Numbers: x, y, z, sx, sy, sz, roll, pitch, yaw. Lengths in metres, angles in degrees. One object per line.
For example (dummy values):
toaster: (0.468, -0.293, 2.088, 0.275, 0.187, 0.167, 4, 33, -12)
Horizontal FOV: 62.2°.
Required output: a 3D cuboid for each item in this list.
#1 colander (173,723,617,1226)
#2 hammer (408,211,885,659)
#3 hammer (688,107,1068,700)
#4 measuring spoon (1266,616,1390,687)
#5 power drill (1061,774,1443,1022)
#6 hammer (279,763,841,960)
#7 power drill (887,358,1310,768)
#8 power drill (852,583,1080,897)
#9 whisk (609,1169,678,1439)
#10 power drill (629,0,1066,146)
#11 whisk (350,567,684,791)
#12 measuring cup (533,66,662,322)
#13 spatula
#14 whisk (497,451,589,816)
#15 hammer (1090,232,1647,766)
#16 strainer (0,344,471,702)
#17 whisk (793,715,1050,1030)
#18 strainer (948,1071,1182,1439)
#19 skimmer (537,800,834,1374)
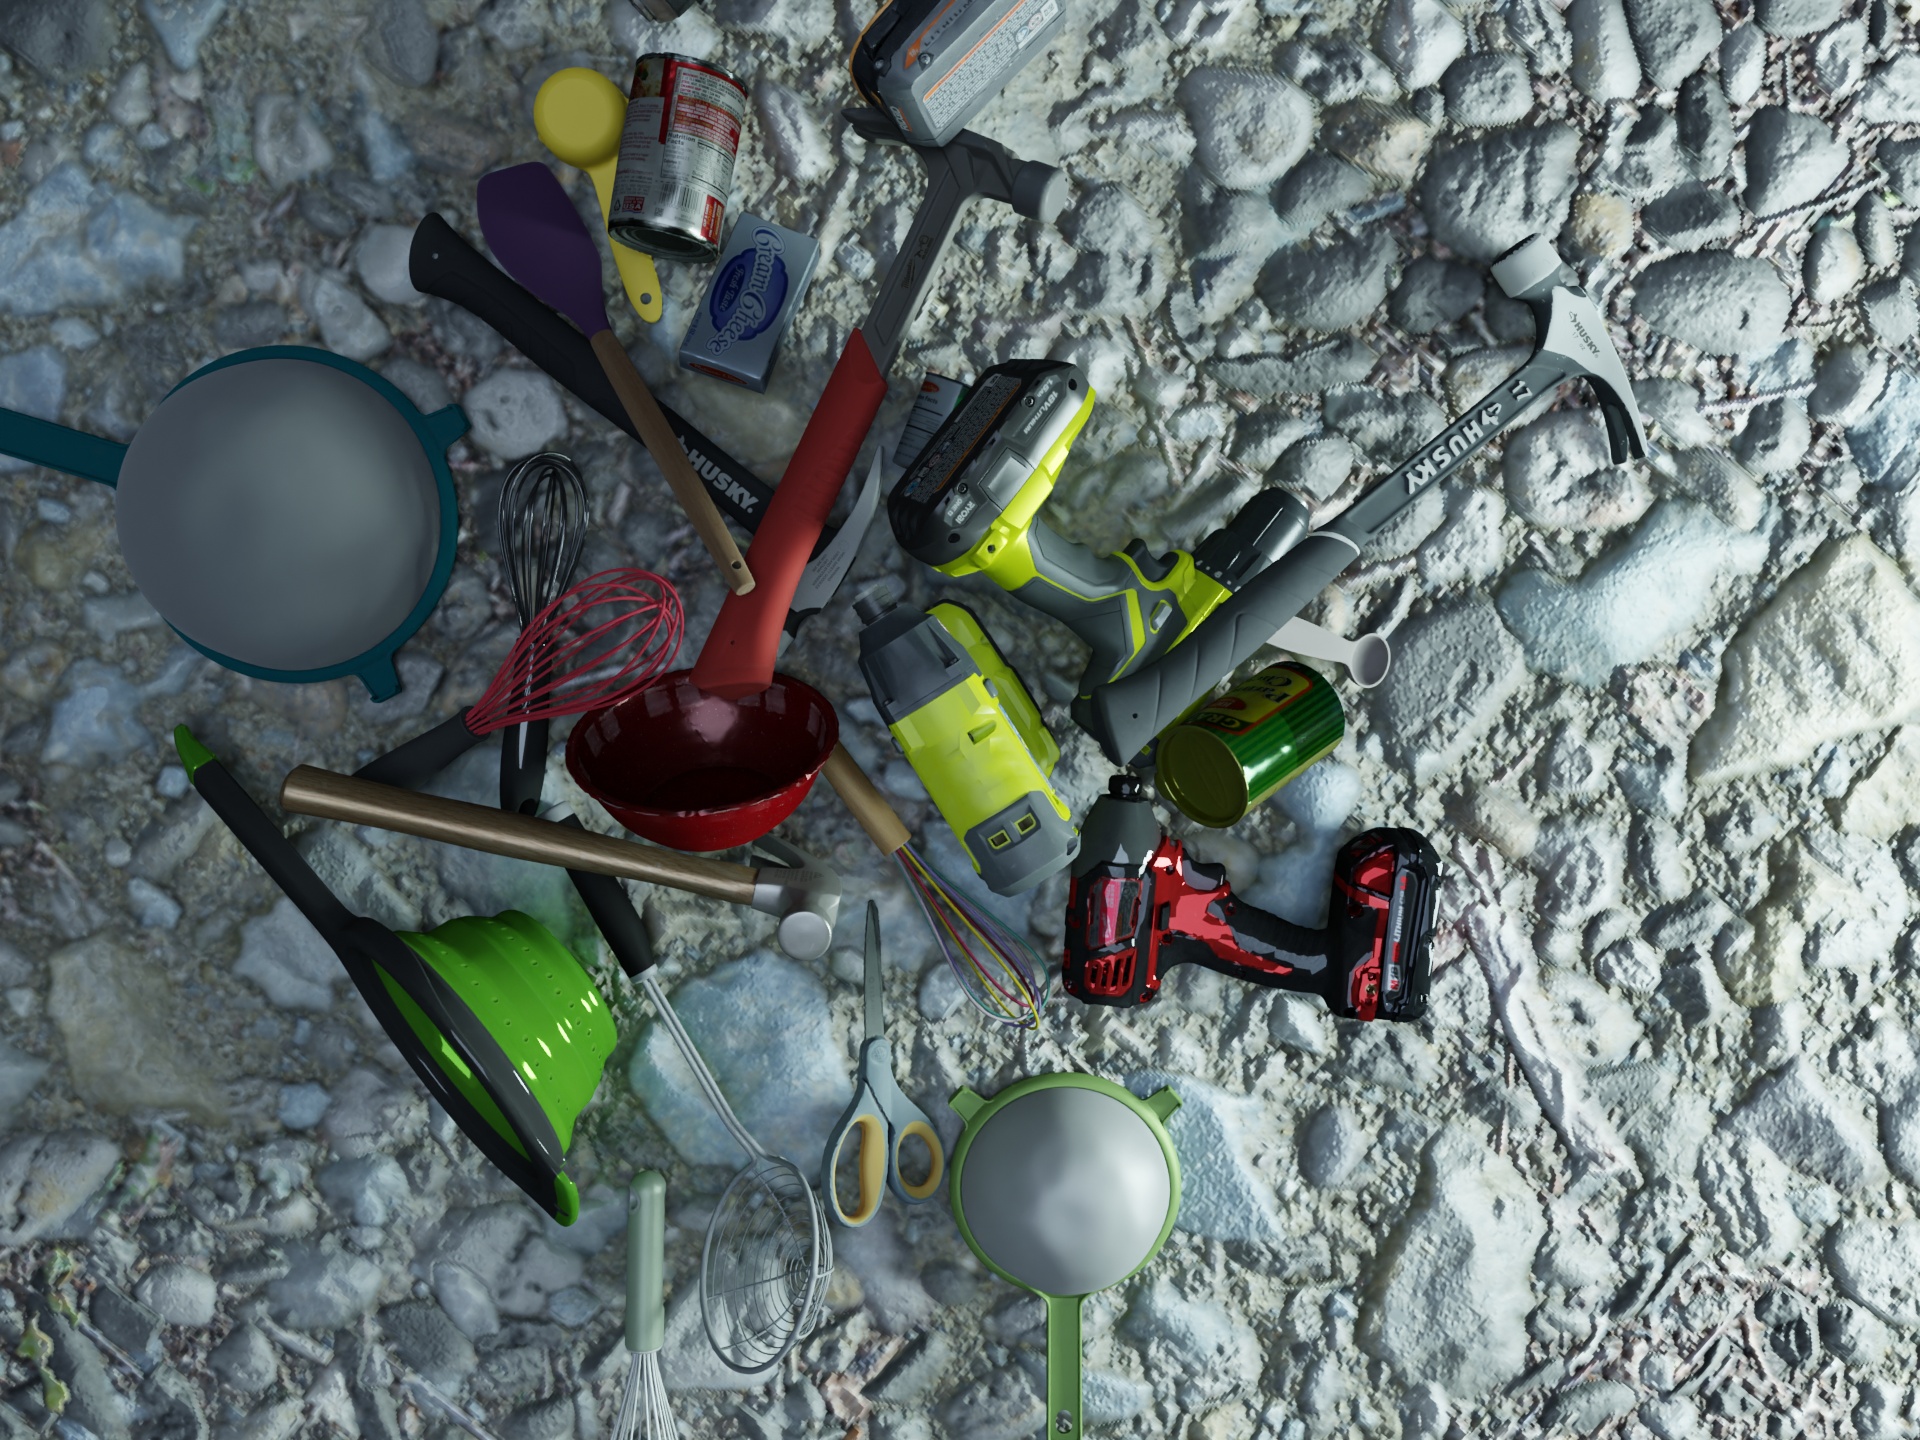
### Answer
colander: (-0.333, 0.127, 0.982, 0.397, 0.204, 0.094, 45, 60, 12)
hammer: (-0.198, -0.196, 0.978, 0.335, 0.035, 0.146, 39, 96, -3)
hammer: (-0.076, -0.182, 0.929, 0.149, 0.036, 0.359, 25, 88, 22)
measuring spoon: (0.213, -0.049, 0.970, 0.124, 0.018, 0.034, 15, 90, -30)
power drill: (0.176, 0.111, 0.984, 0.219, 0.078, 0.143, 4, 95, 3)
hammer: (-0.234, 0.074, 0.950, 0.331, 0.130, 0.031, 13, 102, -4)
power drill: (0.089, -0.106, 0.933, 0.228, 0.080, 0.190, 38, 88, -27)
power drill: (-0.001, -0.003, 0.898, 0.080, 0.223, 0.171, -32, 95, 4)
whisk: (-0.206, 0.415, 1.038, 0.059, 0.058, 0.246, 0, 93, -34)
power drill: (-0.074, -0.429, 0.910, 0.185, 0.084, 0.226, -44, 74, 5)
whisk: (-0.277, -0.006, 0.952, 0.296, 0.073, 0.073, -28, 95, 25)
measuring cup: (-0.214, -0.319, 0.967, 0.062, 0.029, 0.156, -18, 95, 3)
spatula: (-0.201, -0.204, 0.933, 0.060, 0.018, 0.316, -26, 75, -22)
whisk: (-0.267, -0.048, 0.988, 0.055, 0.055, 0.239, 8, 100, 0)
hammer: (0.236, -0.111, 0.930, 0.409, 0.036, 0.149, -39, 97, -11)
strainer: (-0.482, -0.143, 0.957, 0.340, 0.095, 0.211, 17, 96, -2)
whisk: (-0.024, 0.095, 1.001, 0.051, 0.047, 0.245, -37, 91, 5)
strainer: (0.067, 0.357, 1.011, 0.151, 0.069, 0.256, 0, 94, 1)
skimmer: (-0.188, 0.224, 0.991, 0.127, 0.090, 0.363, -28, 92, 43)
